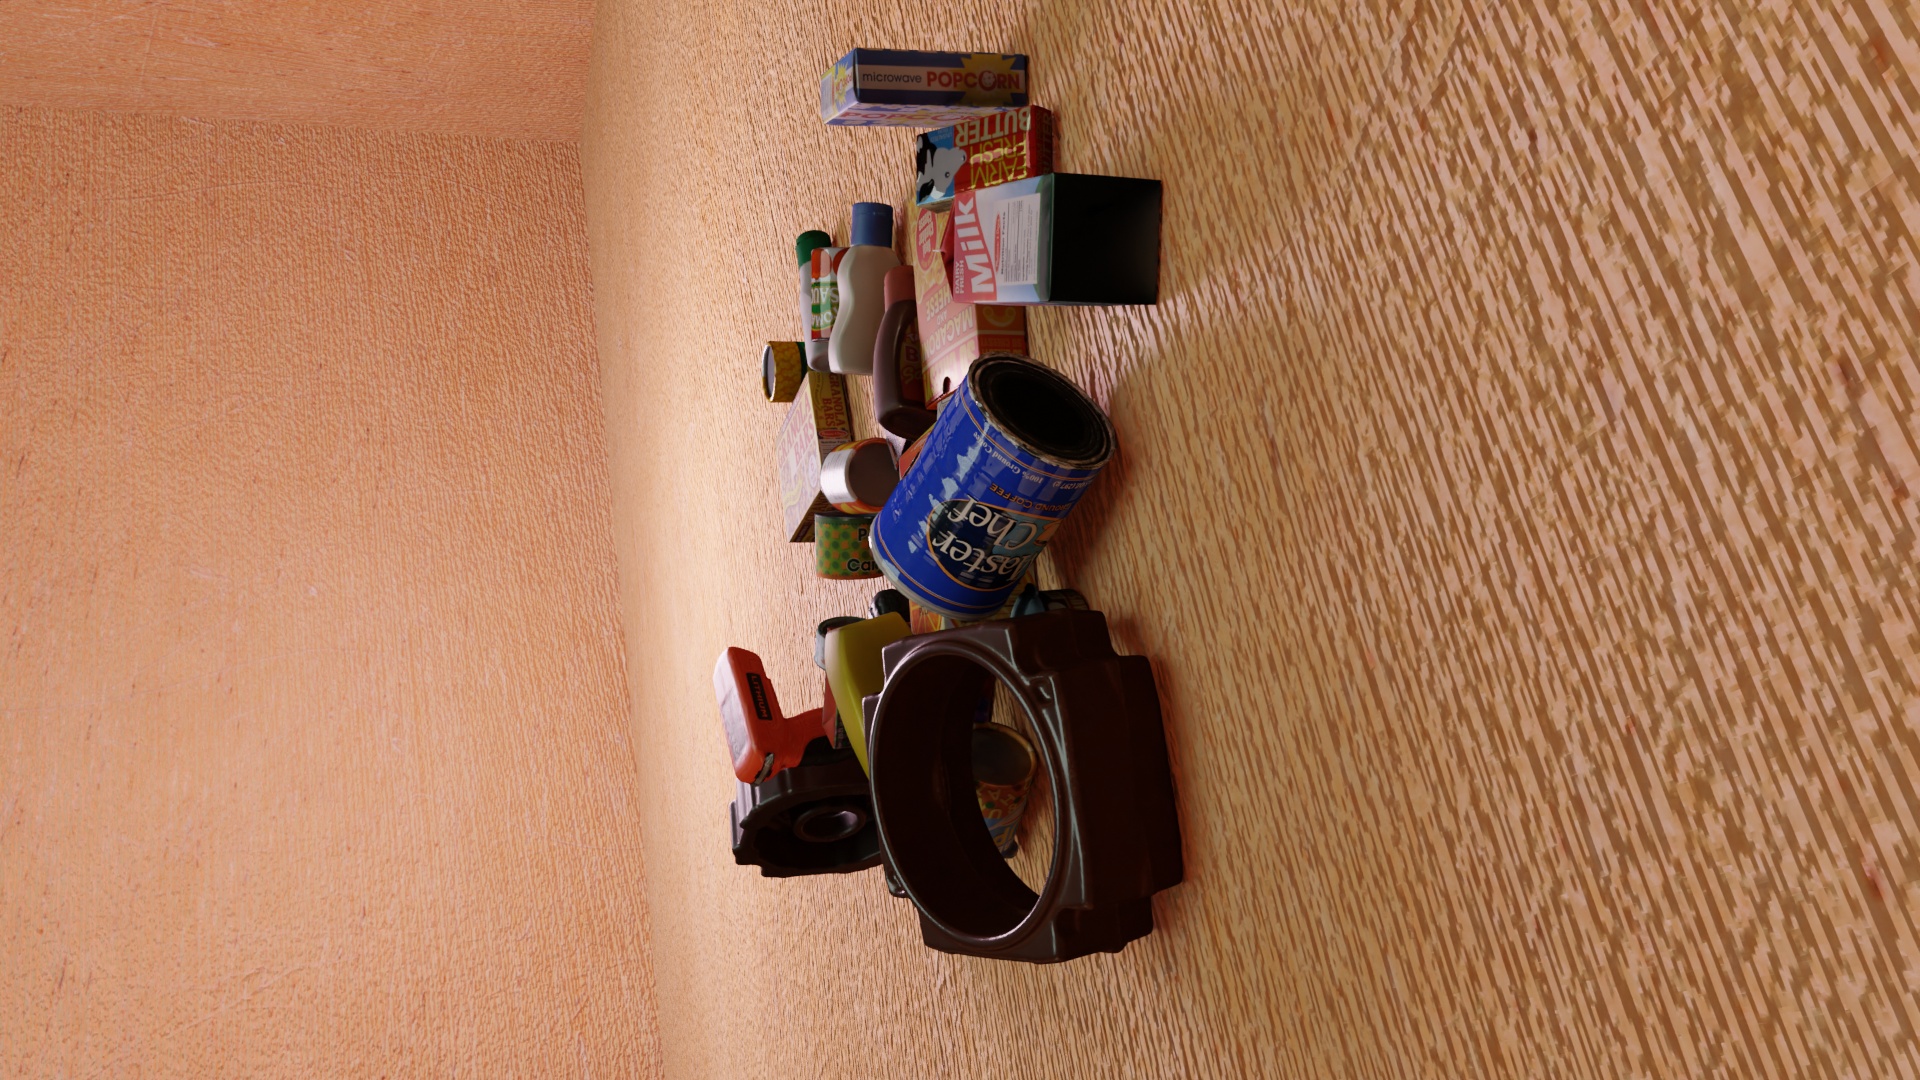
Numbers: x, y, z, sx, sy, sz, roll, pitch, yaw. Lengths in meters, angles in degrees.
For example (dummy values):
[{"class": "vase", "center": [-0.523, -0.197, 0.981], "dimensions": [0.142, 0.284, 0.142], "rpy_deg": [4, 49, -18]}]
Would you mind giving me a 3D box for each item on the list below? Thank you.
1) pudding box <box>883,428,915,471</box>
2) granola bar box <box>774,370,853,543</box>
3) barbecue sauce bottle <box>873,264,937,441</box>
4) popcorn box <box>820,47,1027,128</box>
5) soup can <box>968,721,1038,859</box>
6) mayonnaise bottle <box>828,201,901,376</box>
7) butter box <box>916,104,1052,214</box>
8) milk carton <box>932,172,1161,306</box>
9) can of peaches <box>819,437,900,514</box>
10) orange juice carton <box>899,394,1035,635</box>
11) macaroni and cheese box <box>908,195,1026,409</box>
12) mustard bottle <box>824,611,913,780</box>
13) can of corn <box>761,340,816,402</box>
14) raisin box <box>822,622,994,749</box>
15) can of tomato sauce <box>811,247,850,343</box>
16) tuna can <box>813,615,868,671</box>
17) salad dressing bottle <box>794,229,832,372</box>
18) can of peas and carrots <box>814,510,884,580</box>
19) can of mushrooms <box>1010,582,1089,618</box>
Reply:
[{"class": "pudding box", "center": [-0.045, -0.105, 1.174], "dimensions": [0.049, 0.030, 0.084], "rpy_deg": [112, 149, -48]}, {"class": "granola bar box", "center": [-0.151, -0.084, 1.440], "dimensions": [0.165, 0.039, 0.124], "rpy_deg": [131, 132, -61]}, {"class": "barbecue sauce bottle", "center": [-0.041, -0.154, 1.121], "dimensions": [0.043, 0.065, 0.149], "rpy_deg": [-30, 52, 38]}, {"class": "popcorn box", "center": [-0.027, -0.316, 0.974], "dimensions": [0.085, 0.127, 0.038], "rpy_deg": [-167, 73, -69]}, {"class": "soup can", "center": [0.017, 0.182, 0.992], "dimensions": [0.071, 0.071, 0.083], "rpy_deg": [-116, 32, -46]}, {"class": "mayonnaise bottle", "center": [-0.080, -0.219, 1.216], "dimensions": [0.041, 0.065, 0.148], "rpy_deg": [-172, 85, -66]}, {"class": "butter box", "center": [0.016, -0.259, 0.945], "dimensions": [0.103, 0.024, 0.053], "rpy_deg": [-2, 87, 38]}, {"class": "milk carton", "center": [0.048, -0.183, 0.868], "dimensions": [0.190, 0.072, 0.073], "rpy_deg": [-158, 68, -66]}, {"class": "can of peaches", "center": [-0.080, -0.057, 1.220], "dimensions": [0.058, 0.071, 0.071], "rpy_deg": [-3, 89, 63]}, {"class": "orange juice carton", "center": [0.004, -0.012, 0.995], "dimensions": [0.071, 0.073, 0.193], "rpy_deg": [156, 111, -68]}, {"class": "macaroni and cheese box", "center": [0.003, -0.190, 1.028], "dimensions": [0.123, 0.040, 0.166], "rpy_deg": [159, 108, -68]}, {"class": "mustard bottle", "center": [-0.049, 0.133, 0.972], "dimensions": [0.048, 0.065, 0.160], "rpy_deg": [-18, 86, 64]}, {"class": "can of corn", "center": [-0.174, -0.176, 1.464], "dimensions": [0.071, 0.058, 0.071], "rpy_deg": [179, 89, -69]}, {"class": "raisin box", "center": [-0.038, 0.106, 1.043], "dimensions": [0.040, 0.123, 0.085], "rpy_deg": [-136, 47, -61]}, {"class": "can of tomato sauce", "center": [-0.105, -0.222, 1.263], "dimensions": [0.071, 0.071, 0.083], "rpy_deg": [-166, 76, -68]}, {"class": "tuna can", "center": [-0.101, 0.097, 1.292], "dimensions": [0.071, 0.071, 0.032], "rpy_deg": [-132, 45, -59]}, {"class": "salad dressing bottle", "center": [-0.139, -0.241, 1.391], "dimensions": [0.064, 0.044, 0.148], "rpy_deg": [123, 141, -59]}, {"class": "can of peas and carrots", "center": [-0.099, 0.004, 1.278], "dimensions": [0.071, 0.071, 0.058], "rpy_deg": [-163, 72, -68]}, {"class": "can of mushrooms", "center": [0.060, 0.062, 0.910], "dimensions": [0.071, 0.033, 0.071], "rpy_deg": [179, 89, -70]}]
